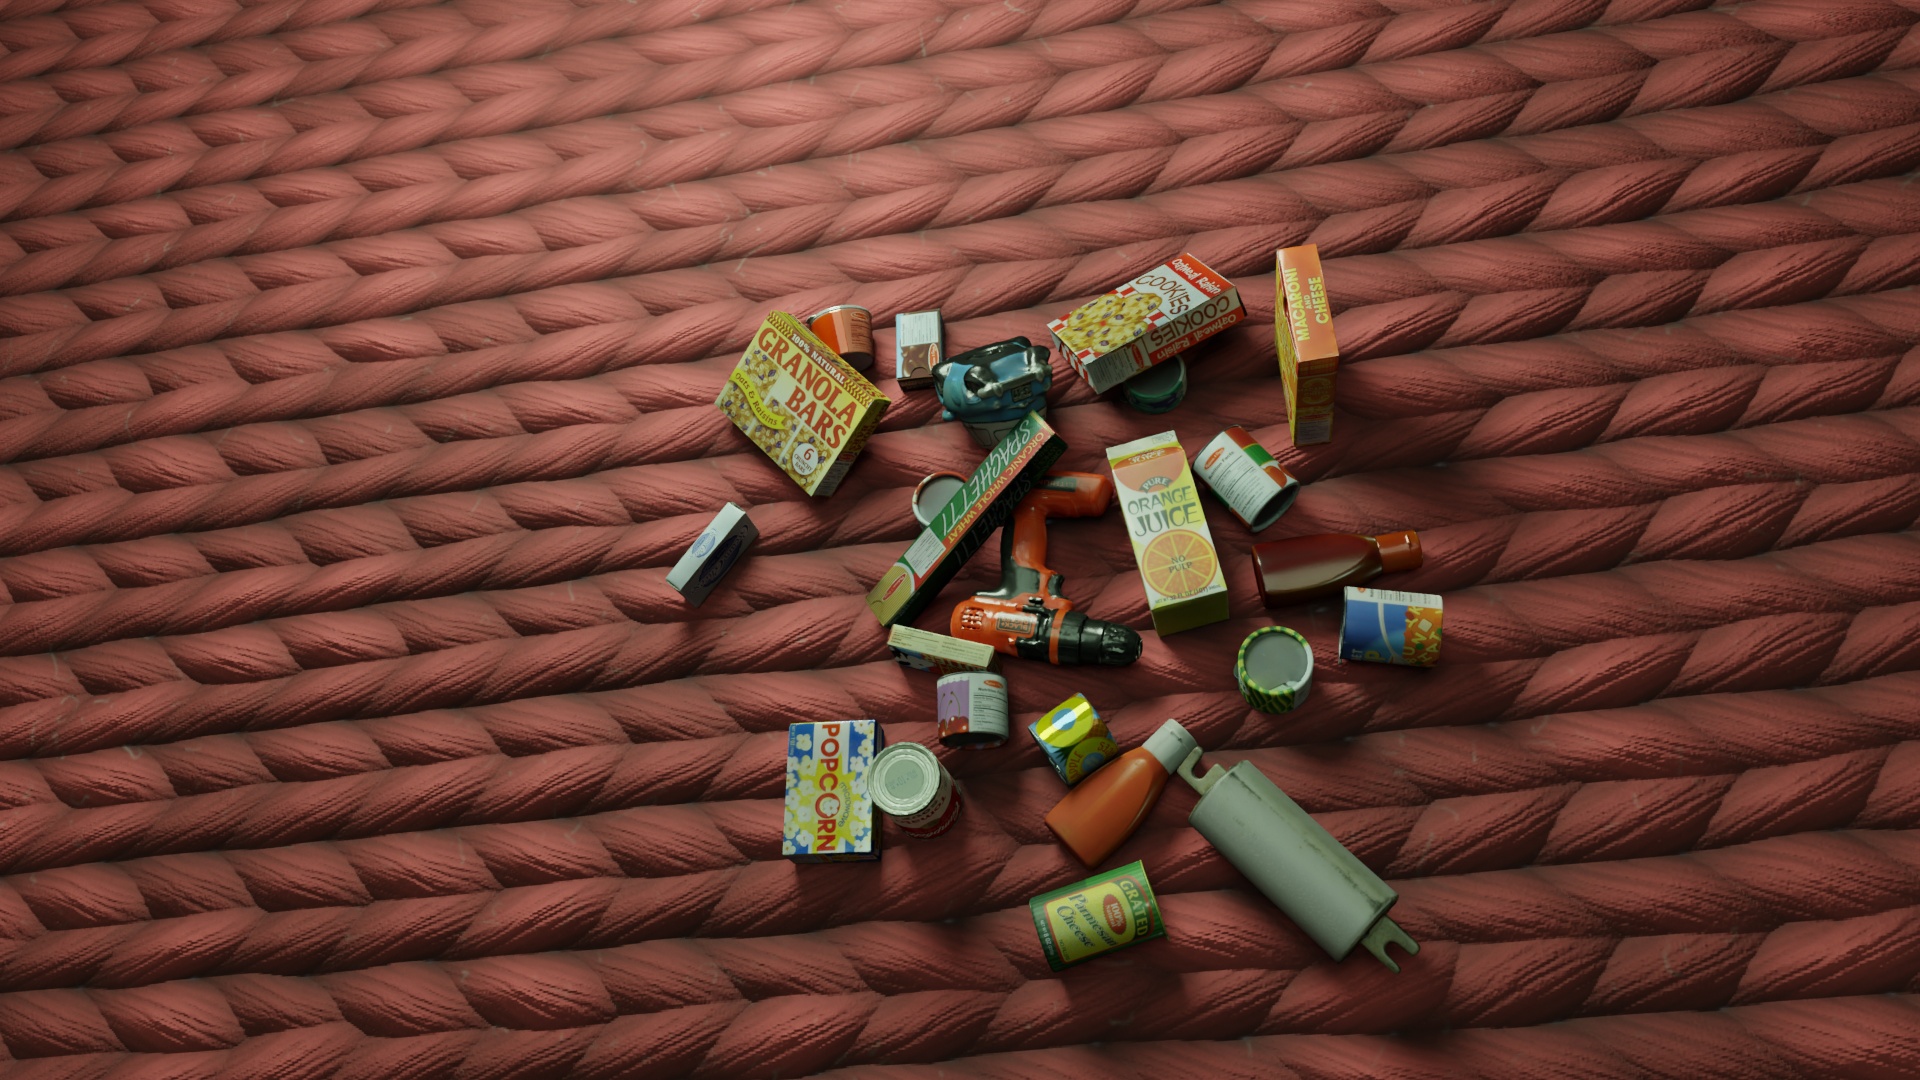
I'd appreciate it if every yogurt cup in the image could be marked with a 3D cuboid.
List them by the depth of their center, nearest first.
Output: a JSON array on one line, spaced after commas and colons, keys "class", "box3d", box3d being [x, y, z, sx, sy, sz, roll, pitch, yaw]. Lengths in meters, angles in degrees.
[{"class": "yogurt cup", "box3d": [-0.124, -0.212, 1.479, 0.072, 0.072, 0.054, -14, 73, 6]}]

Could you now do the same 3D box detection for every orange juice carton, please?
[{"class": "orange juice carton", "box3d": [0.194, -0.015, 1.319, 0.072, 0.072, 0.193, -15, 64, 5]}]

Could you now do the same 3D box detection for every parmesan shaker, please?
[{"class": "parmesan shaker", "box3d": [0.118, 0.325, 1.188, 0.103, 0.071, 0.071, -20, 64, 3]}]

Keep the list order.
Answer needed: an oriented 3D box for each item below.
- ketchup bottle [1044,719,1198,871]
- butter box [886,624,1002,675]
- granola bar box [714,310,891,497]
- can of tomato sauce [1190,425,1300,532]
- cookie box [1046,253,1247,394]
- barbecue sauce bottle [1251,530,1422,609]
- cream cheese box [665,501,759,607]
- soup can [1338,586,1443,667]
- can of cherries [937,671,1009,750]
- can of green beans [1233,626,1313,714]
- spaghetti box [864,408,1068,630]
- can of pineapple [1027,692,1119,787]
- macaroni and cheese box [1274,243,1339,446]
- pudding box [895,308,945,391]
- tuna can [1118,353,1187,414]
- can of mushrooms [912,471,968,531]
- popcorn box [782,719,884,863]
[{"class": "ketchup bottle", "box3d": [0.147, 0.222, 1.239, 0.149, 0.043, 0.065, -42, 66, -8]}, {"class": "butter box", "box3d": [-0.015, 0.109, 1.318, 0.103, 0.053, 0.024, 11, 67, 16]}, {"class": "granola bar box", "box3d": [-0.165, -0.142, 1.442, 0.166, 0.039, 0.124, 42, 108, 24]}, {"class": "can of tomato sauce", "box3d": [0.274, -0.059, 1.328, 0.071, 0.071, 0.083, -39, 65, -6]}, {"class": "cookie box", "box3d": [0.186, -0.221, 1.400, 0.167, 0.040, 0.123, -27, 31, -1]}, {"class": "barbecue sauce bottle", "box3d": [0.349, 0.021, 1.287, 0.148, 0.043, 0.065, -11, 53, 6]}, {"class": "cream cheese box", "box3d": [-0.251, 0.015, 1.409, 0.024, 0.053, 0.104, 33, 76, 20]}, {"class": "soup can", "box3d": [0.384, 0.080, 1.243, 0.084, 0.071, 0.071, 5, 68, 13]}, {"class": "can of cherries", "box3d": [0.010, 0.159, 1.286, 0.071, 0.071, 0.058, -6, 67, 9]}, {"class": "can of green beans", "box3d": [0.283, 0.117, 1.250, 0.071, 0.057, 0.071, -4, 66, 10]}, {"class": "spaghetti box", "box3d": [0.005, -0.017, 1.334, 0.249, 0.028, 0.050, -49, 43, 9]}, {"class": "can of pineapple", "box3d": [0.103, 0.181, 1.254, 0.058, 0.070, 0.071, -34, 64, -5]}, {"class": "macaroni and cheese box", "box3d": [0.325, -0.181, 1.314, 0.040, 0.166, 0.124, -8, 65, 9]}, {"class": "pudding box", "box3d": [-0.043, -0.202, 1.475, 0.049, 0.030, 0.084, -6, 65, 8]}, {"class": "tuna can", "box3d": [0.193, -0.164, 1.408, 0.071, 0.032, 0.071, -4, 65, 9]}, {"class": "can of mushrooms", "box3d": [-0.012, -0.036, 1.393, 0.071, 0.033, 0.071, -5, 65, 11]}, {"class": "popcorn box", "box3d": [-0.117, 0.233, 1.292, 0.085, 0.038, 0.127, -4, 66, 9]}]
